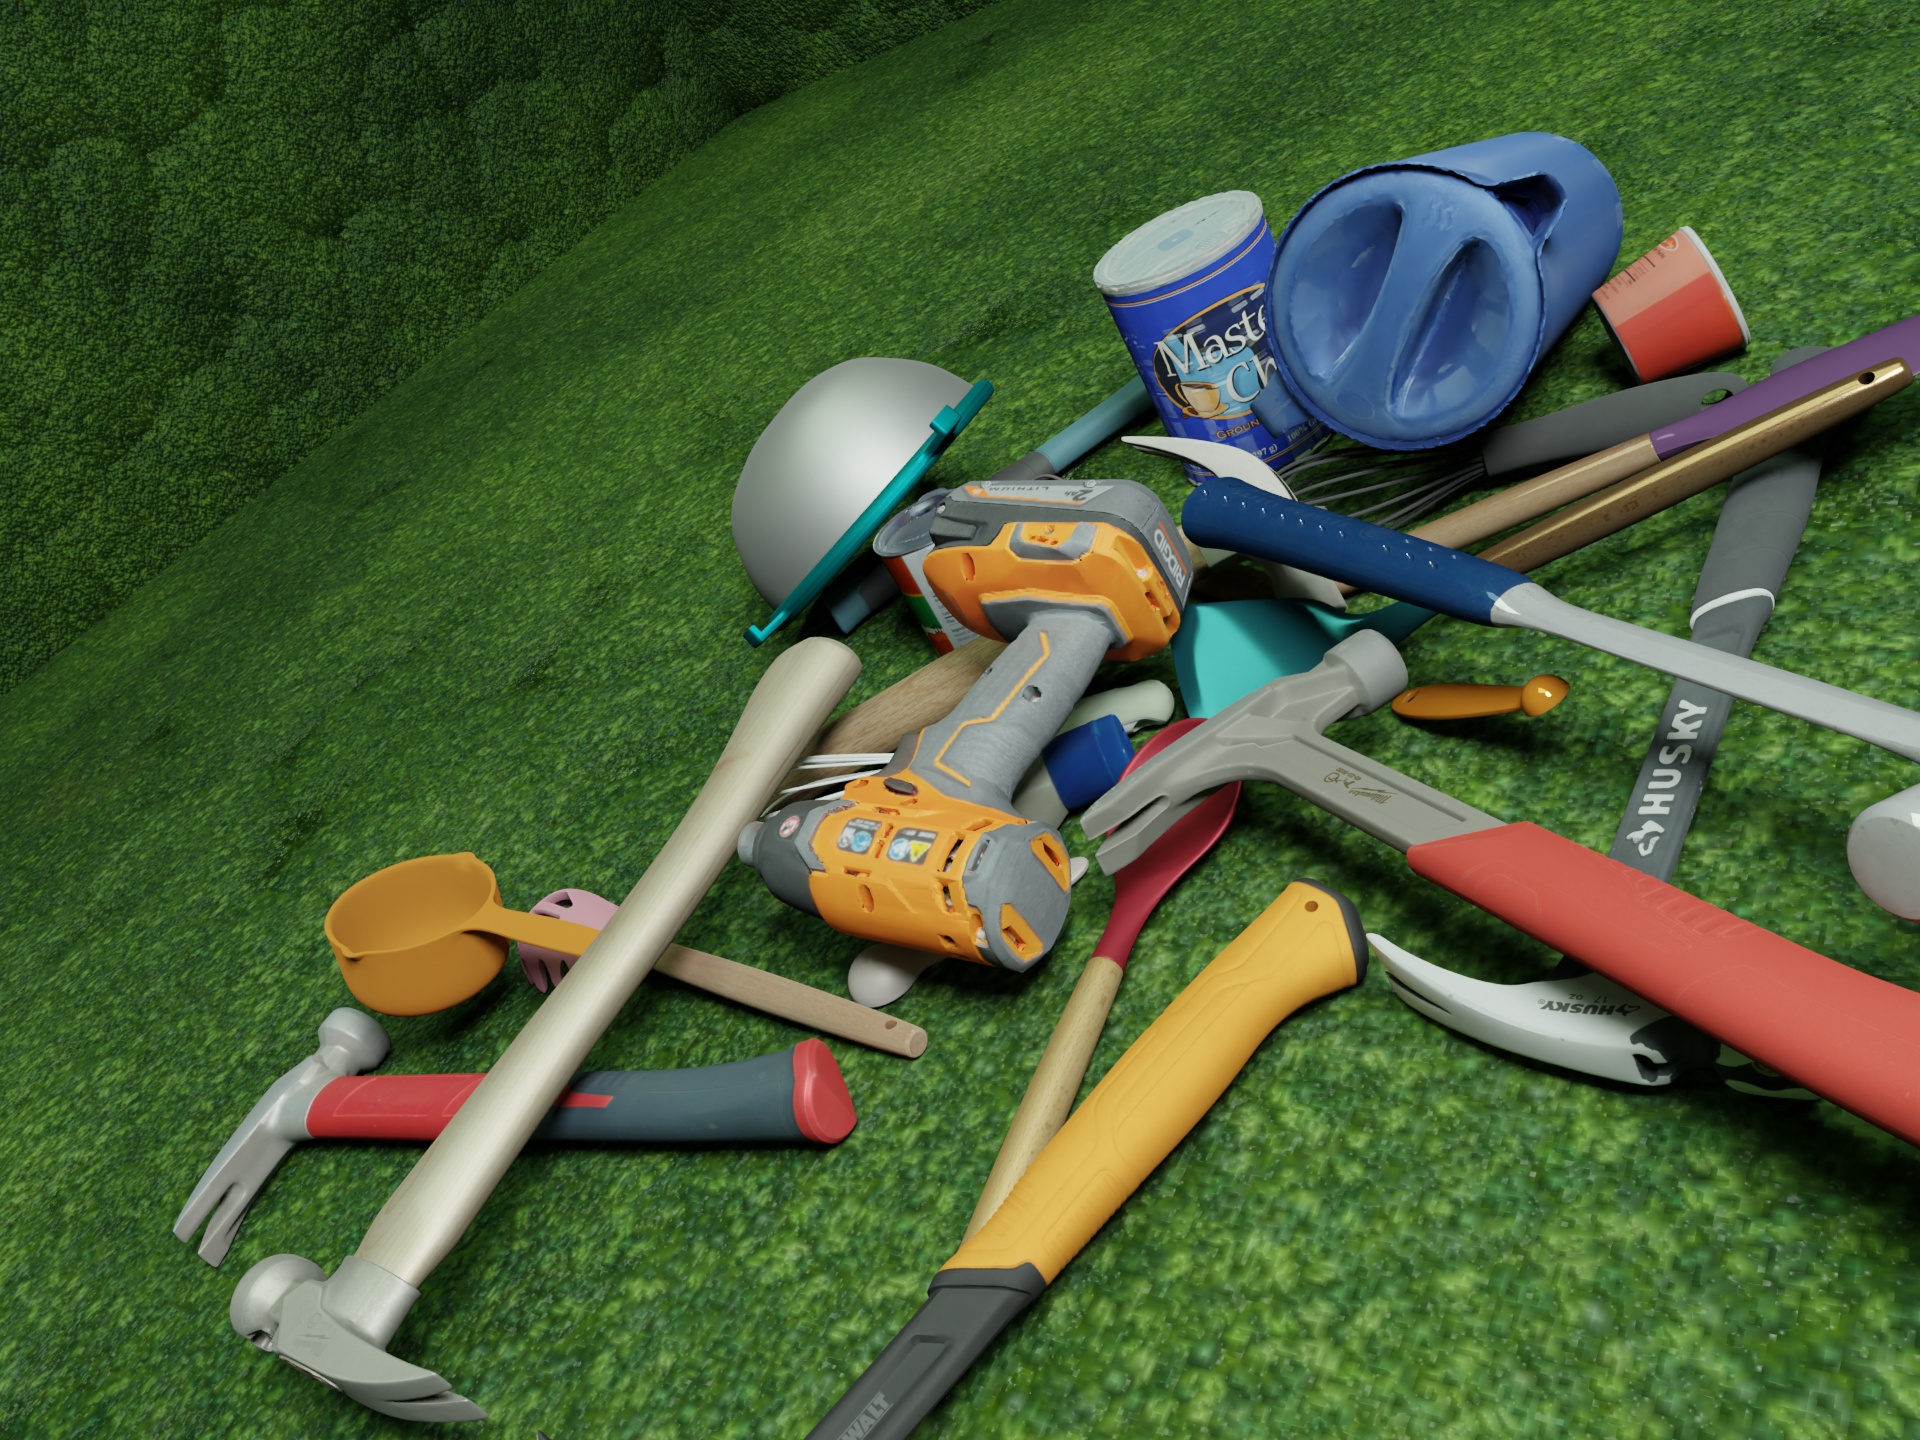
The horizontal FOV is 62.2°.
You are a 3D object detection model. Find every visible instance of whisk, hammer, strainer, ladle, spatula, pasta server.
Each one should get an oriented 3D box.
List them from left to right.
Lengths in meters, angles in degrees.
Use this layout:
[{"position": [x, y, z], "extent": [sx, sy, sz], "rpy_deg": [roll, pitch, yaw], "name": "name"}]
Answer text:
[{"position": [-0.214, 0.193, 0.743], "extent": [0.386, 0.038, 0.143], "rpy_deg": [-10, 36, 34], "name": "hammer"}, {"position": [-0.151, 0.111, 0.724], "extent": [0.146, 0.038, 0.411], "rpy_deg": [0, 45, 40], "name": "hammer"}, {"position": [-0.128, 0.126, 0.782], "extent": [0.316, 0.040, 0.060], "rpy_deg": [8, 47, 44], "name": "pasta server"}, {"position": [-0.073, -0.187, 1.081], "extent": [0.211, 0.095, 0.340], "rpy_deg": [-46, 10, 20], "name": "strainer"}, {"position": [-0.009, 0.024, 0.811], "extent": [0.246, 0.057, 0.059], "rpy_deg": [-17, 73, 17], "name": "whisk"}, {"position": [0.025, -0.037, 0.834], "extent": [0.331, 0.130, 0.031], "rpy_deg": [-29, -15, 19], "name": "hammer"}, {"position": [0.020, 0.168, 0.538], "extent": [0.127, 0.034, 0.337], "rpy_deg": [31, 61, 35], "name": "hammer"}, {"position": [0.045, -0.164, 1.063], "extent": [0.331, 0.033, 0.128], "rpy_deg": [-37, 28, -9], "name": "hammer"}, {"position": [0.049, 0.117, 0.625], "extent": [0.069, 0.031, 0.316], "rpy_deg": [-12, 36, 40], "name": "ladle"}, {"position": [0.089, -0.100, 0.912], "extent": [0.051, 0.047, 0.245], "rpy_deg": [-38, 33, -15], "name": "whisk"}, {"position": [0.263, -0.129, 0.792], "extent": [0.239, 0.055, 0.055], "rpy_deg": [-13, 33, 21], "name": "whisk"}, {"position": [0.240, -0.075, 0.686], "extent": [0.317, 0.044, 0.082], "rpy_deg": [-28, 55, 28], "name": "spatula"}, {"position": [0.179, 0.058, 0.502], "extent": [0.149, 0.036, 0.359], "rpy_deg": [-33, 27, -11], "name": "hammer"}, {"position": [0.219, -0.041, 0.589], "extent": [0.144, 0.035, 0.406], "rpy_deg": [-20, 26, -21], "name": "hammer"}, {"position": [0.288, -0.111, 0.717], "extent": [0.316, 0.018, 0.060], "rpy_deg": [-23, 22, 33], "name": "spatula"}, {"position": [0.289, -0.027, 0.615], "extent": [0.149, 0.036, 0.409], "rpy_deg": [-3, 39, 43], "name": "hammer"}]

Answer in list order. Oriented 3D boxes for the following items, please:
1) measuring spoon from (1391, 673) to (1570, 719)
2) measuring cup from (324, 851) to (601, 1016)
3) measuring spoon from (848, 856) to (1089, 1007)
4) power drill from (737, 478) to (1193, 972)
[{"position": [0.207, -0.011, 0.650], "extent": [0.021, 0.011, 0.117], "rpy_deg": [-44, 10, -11], "name": "measuring spoon"}, {"position": [-0.244, 0.121, 0.822], "extent": [0.174, 0.052, 0.095], "rpy_deg": [8, 32, 22], "name": "measuring cup"}, {"position": [0.002, 0.090, 0.719], "extent": [0.124, 0.018, 0.034], "rpy_deg": [-30, 28, 1], "name": "measuring spoon"}, {"position": [-0.001, -0.002, 0.721], "extent": [0.164, 0.084, 0.227], "rpy_deg": [5, 57, 36], "name": "power drill"}]
